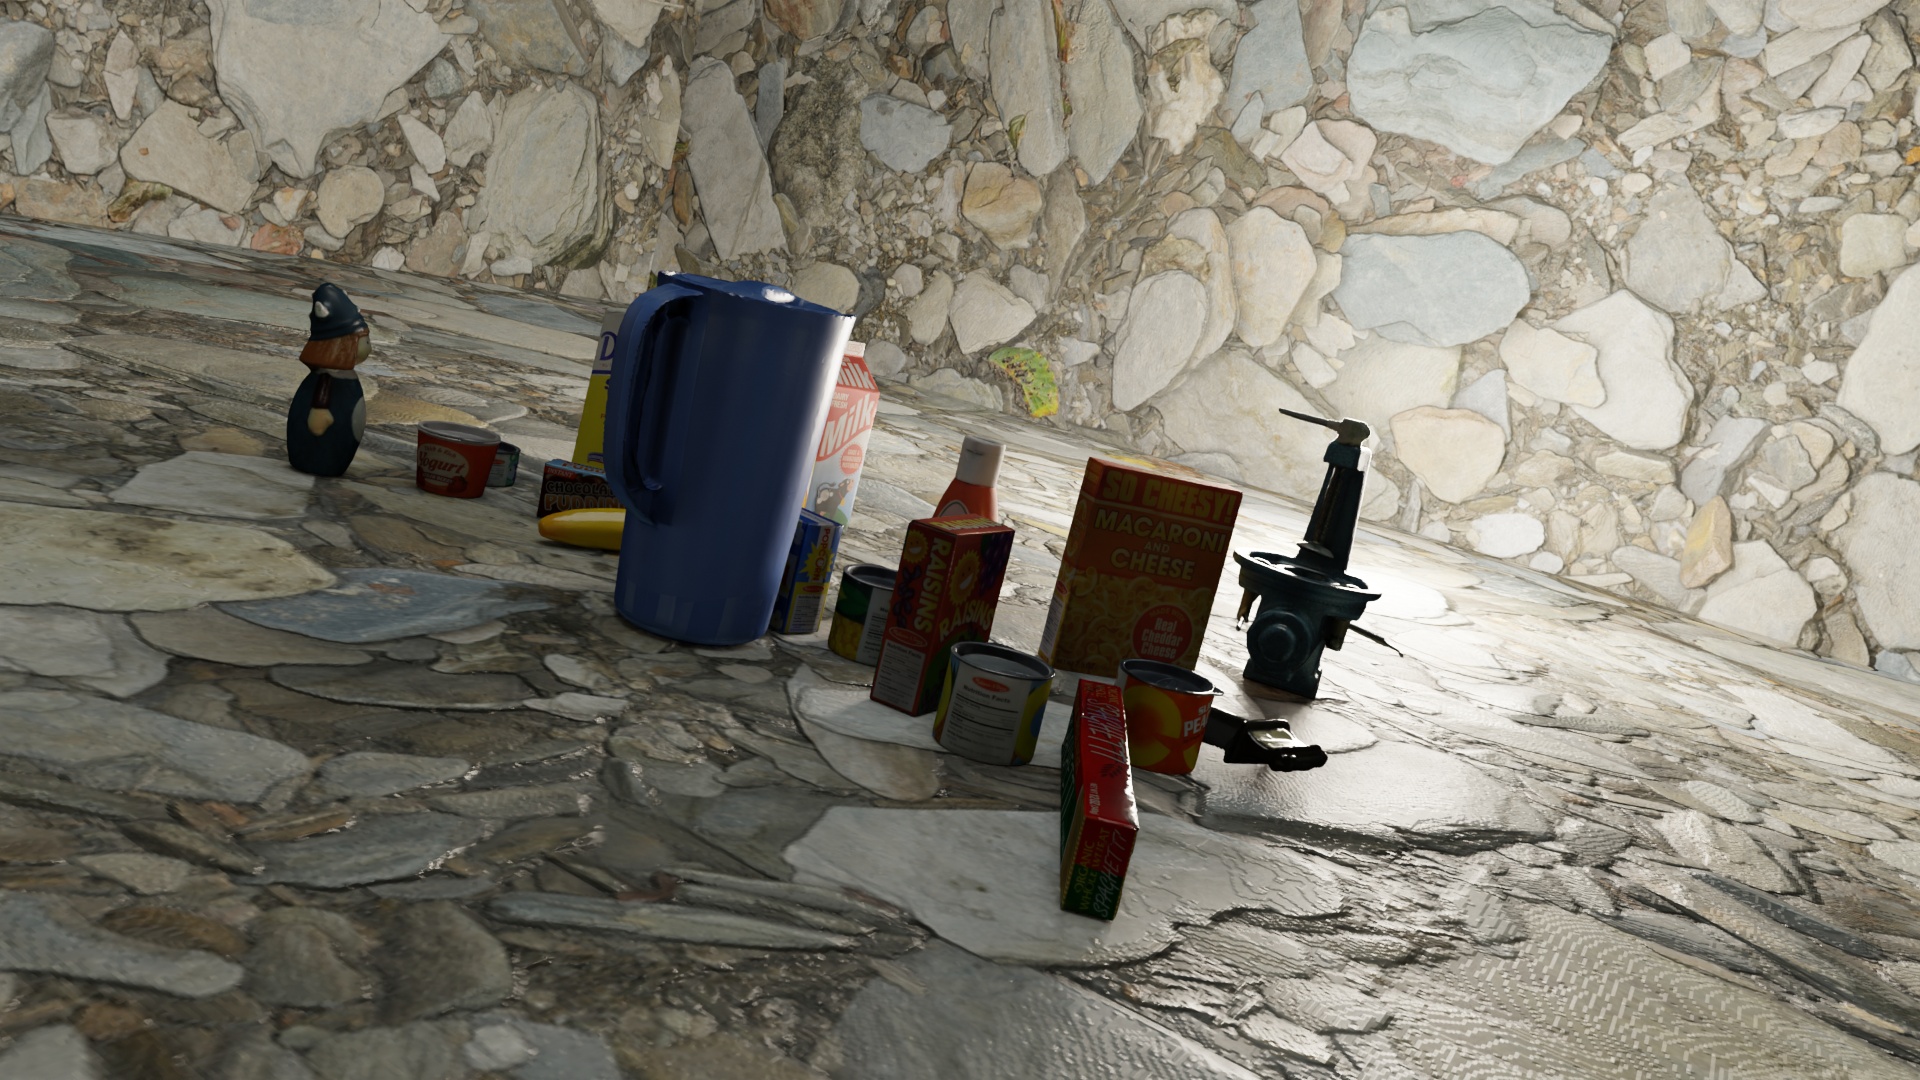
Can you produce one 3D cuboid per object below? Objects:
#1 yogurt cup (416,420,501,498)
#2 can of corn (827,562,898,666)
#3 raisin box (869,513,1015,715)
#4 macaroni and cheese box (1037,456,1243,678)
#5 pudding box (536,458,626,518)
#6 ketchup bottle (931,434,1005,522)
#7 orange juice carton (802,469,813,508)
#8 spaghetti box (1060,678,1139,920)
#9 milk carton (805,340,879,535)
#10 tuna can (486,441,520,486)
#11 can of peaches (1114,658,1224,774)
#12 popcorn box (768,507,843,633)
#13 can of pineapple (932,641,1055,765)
[{"bbox_3d":[-0.430,-0.069,1.182,0.072,0.053,0.072,13,10,-2],"label":"yogurt cup"},{"bbox_3d":[-0.059,0.054,1.003,0.071,0.058,0.071,13,10,-2],"label":"can of corn"},{"bbox_3d":[-0.011,0.047,0.922,0.040,0.123,0.086,19,11,27],"label":"raisin box"},{"bbox_3d":[0.142,0.027,1.103,0.124,0.166,0.040,11,10,-17],"label":"macaroni and cheese box"},{"bbox_3d":[-0.311,-0.036,1.177,0.084,0.049,0.030,13,10,-2],"label":"pudding box"},{"bbox_3d":[0.004,-0.015,1.194,0.065,0.148,0.043,19,11,26],"label":"ketchup bottle"},{"bbox_3d":[-0.175,-0.093,1.254,0.073,0.192,0.072,18,11,21],"label":"orange juice carton"},{"bbox_3d":[0.075,0.134,0.776,0.029,0.050,0.250,14,11,2],"label":"spaghetti box"},{"bbox_3d":[-0.139,-0.105,1.368,0.073,0.190,0.072,21,13,37],"label":"milk carton"},{"bbox_3d":[-0.435,-0.073,1.256,0.071,0.032,0.071,13,11,-2],"label":"tuna can"},{"bbox_3d":[0.132,0.117,0.918,0.071,0.058,0.071,13,10,-2],"label":"can of peaches"},{"bbox_3d":[-0.150,0.010,1.044,0.127,0.085,0.038,23,13,40],"label":"popcorn box"},{"bbox_3d":[0.021,0.100,0.863,0.071,0.057,0.071,13,10,-2],"label":"can of pineapple"}]
